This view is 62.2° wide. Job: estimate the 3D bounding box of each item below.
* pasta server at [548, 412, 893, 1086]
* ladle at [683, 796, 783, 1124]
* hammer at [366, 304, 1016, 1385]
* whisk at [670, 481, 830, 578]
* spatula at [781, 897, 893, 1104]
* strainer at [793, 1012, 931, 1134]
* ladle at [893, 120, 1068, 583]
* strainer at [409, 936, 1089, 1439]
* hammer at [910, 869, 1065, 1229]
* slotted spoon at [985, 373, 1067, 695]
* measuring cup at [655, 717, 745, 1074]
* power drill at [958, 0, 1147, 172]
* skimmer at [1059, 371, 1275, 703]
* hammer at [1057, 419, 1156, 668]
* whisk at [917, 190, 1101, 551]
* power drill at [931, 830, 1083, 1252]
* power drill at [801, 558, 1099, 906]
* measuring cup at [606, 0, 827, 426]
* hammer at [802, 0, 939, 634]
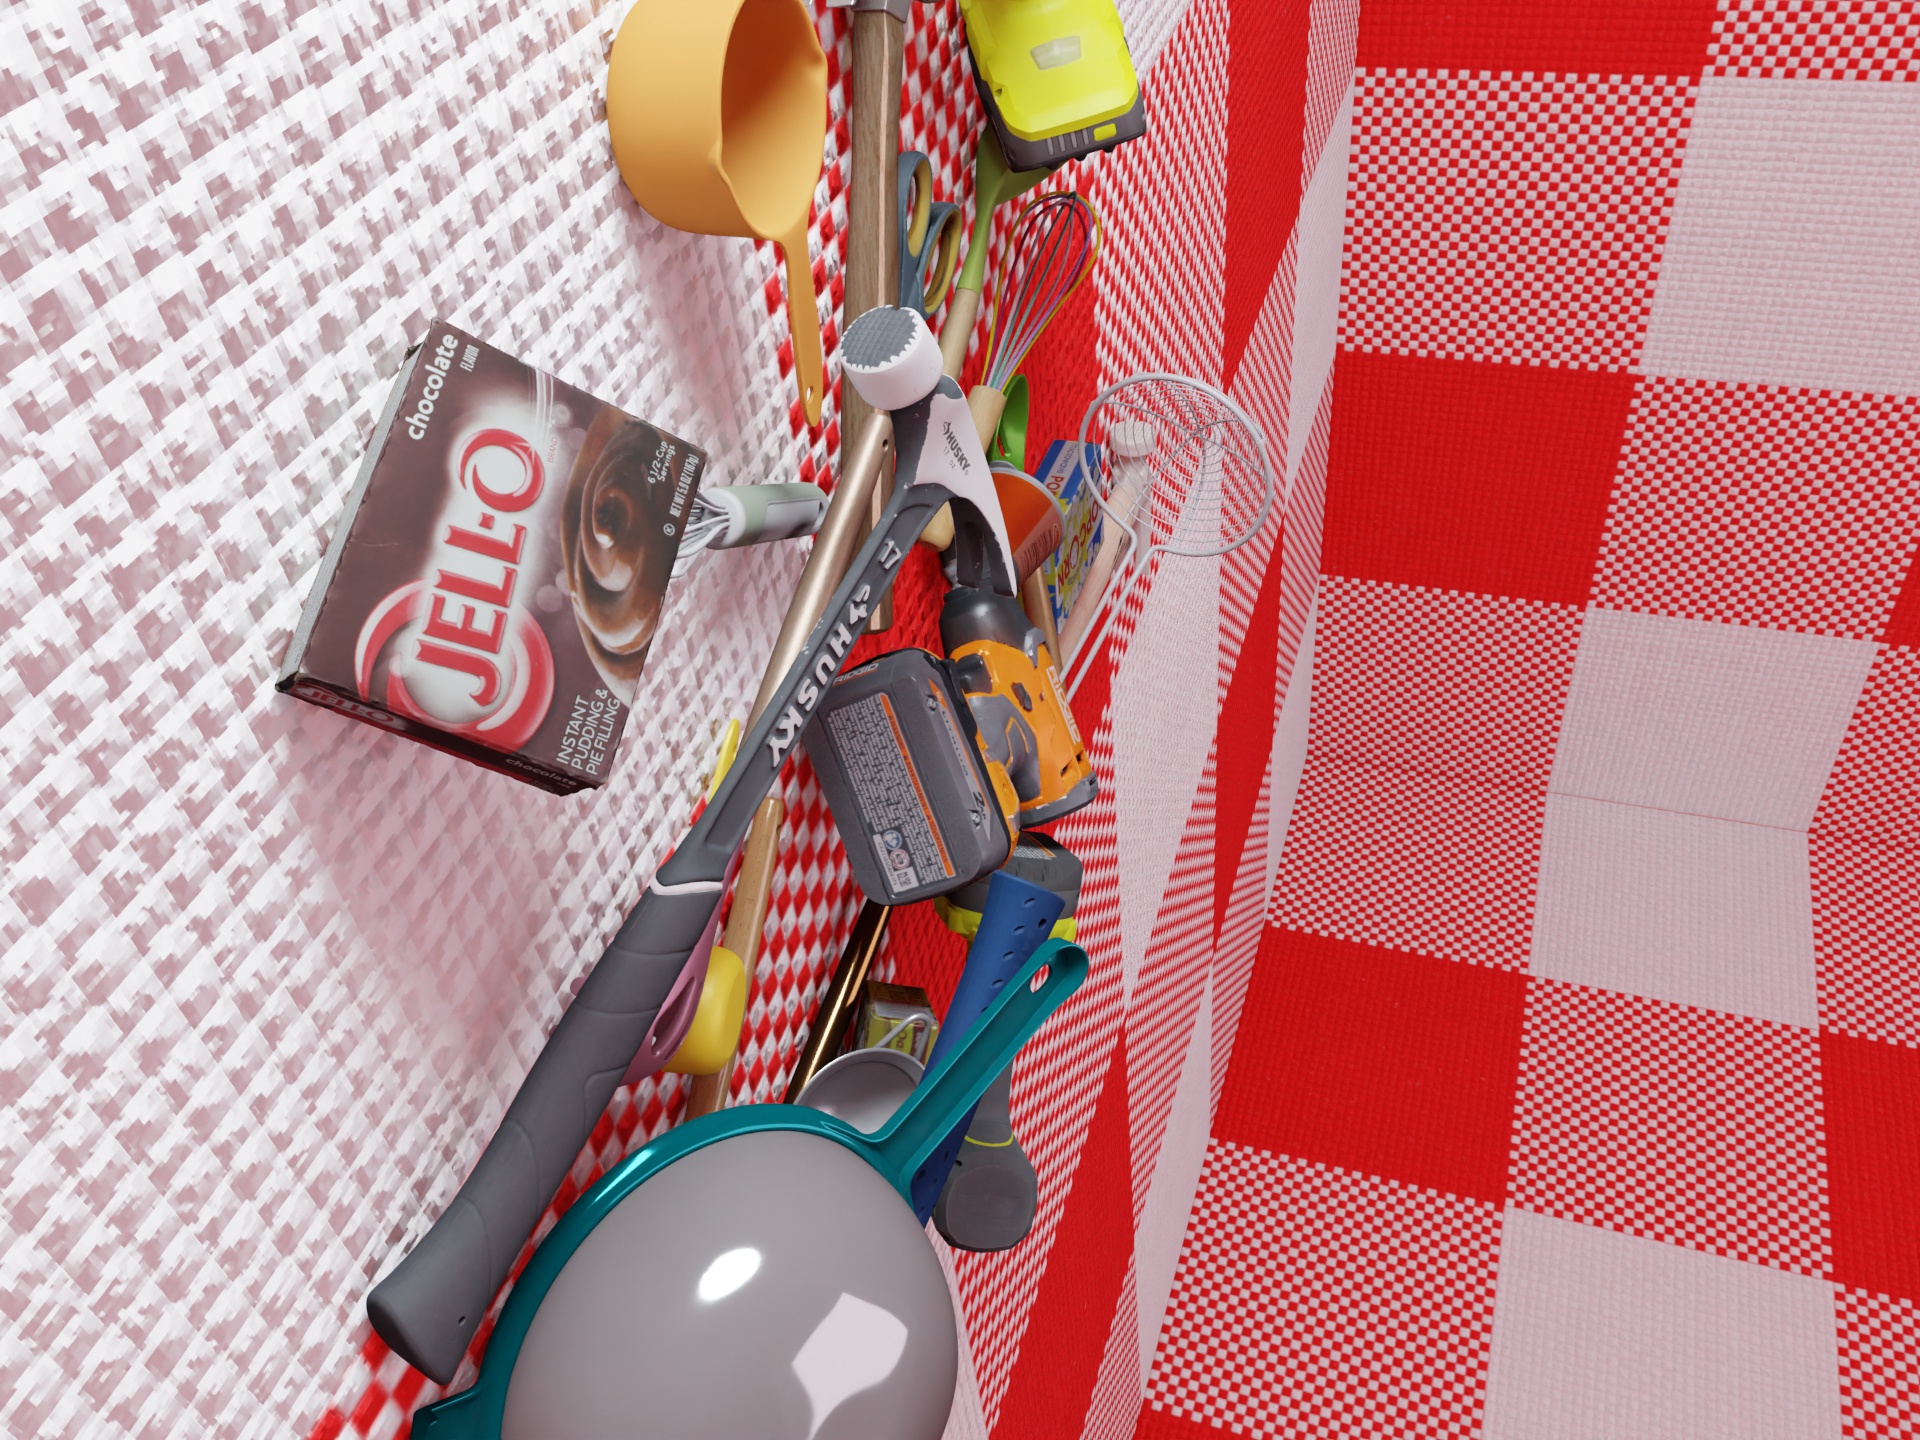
[{"bbox_3d":[-0.090,0.006,0.667,0.060,0.040,0.316,61,44,-65],"label":"pasta server"},{"bbox_3d":[-0.118,0.188,0.725,0.069,0.031,0.315,48,51,-71],"label":"ladle"},{"bbox_3d":[-0.091,0.046,0.595,0.409,0.036,0.149,-61,147,-19],"label":"hammer"},{"bbox_3d":[-0.098,-0.079,0.623,0.246,0.059,0.057,-34,143,-73],"label":"whisk"},{"bbox_3d":[-0.058,0.112,0.888,0.081,0.041,0.323,67,40,-57],"label":"spatula"},{"bbox_3d":[-0.074,0.258,0.749,0.086,0.050,0.258,27,77,-32],"label":"strainer"},{"bbox_3d":[0.008,-0.208,0.880,0.078,0.062,0.320,147,-40,-75],"label":"ladle"},{"bbox_3d":[-0.032,0.223,0.642,0.340,0.095,0.210,-46,124,-24],"label":"strainer"},{"bbox_3d":[-0.041,0.265,0.731,0.144,0.035,0.405,32,77,-41],"label":"hammer"},{"bbox_3d":[0.049,-0.080,1.054,0.070,0.031,0.313,-59,145,-48],"label":"slotted spoon"},{"bbox_3d":[-0.103,0.078,0.696,0.062,0.029,0.156,58,42,-83],"label":"measuring cup"},{"bbox_3d":[0.032,-0.381,0.753,0.223,0.080,0.171,68,7,-59],"label":"power drill"},{"bbox_3d":[0.071,-0.041,0.995,0.363,0.127,0.090,-62,170,11],"label":"skimmer"},{"bbox_3d":[0.084,-0.066,1.223,0.411,0.038,0.146,-62,156,-45],"label":"hammer"},{"bbox_3d":[0.028,-0.209,0.934,0.047,0.051,0.245,28,75,-25],"label":"whisk"},{"bbox_3d":[0.009,0.183,0.975,0.191,0.080,0.228,-146,-117,-78],"label":"power drill"},{"bbox_3d":[-0.001,-0.003,0.863,0.164,0.084,0.226,69,23,-4],"label":"power drill"},{"bbox_3d":[-0.086,-0.188,0.598,0.173,0.052,0.095,85,22,-43],"label":"measuring cup"},{"bbox_3d":[-0.042,-0.204,0.737,0.130,0.031,0.331,-28,122,-68],"label":"hammer"}]
